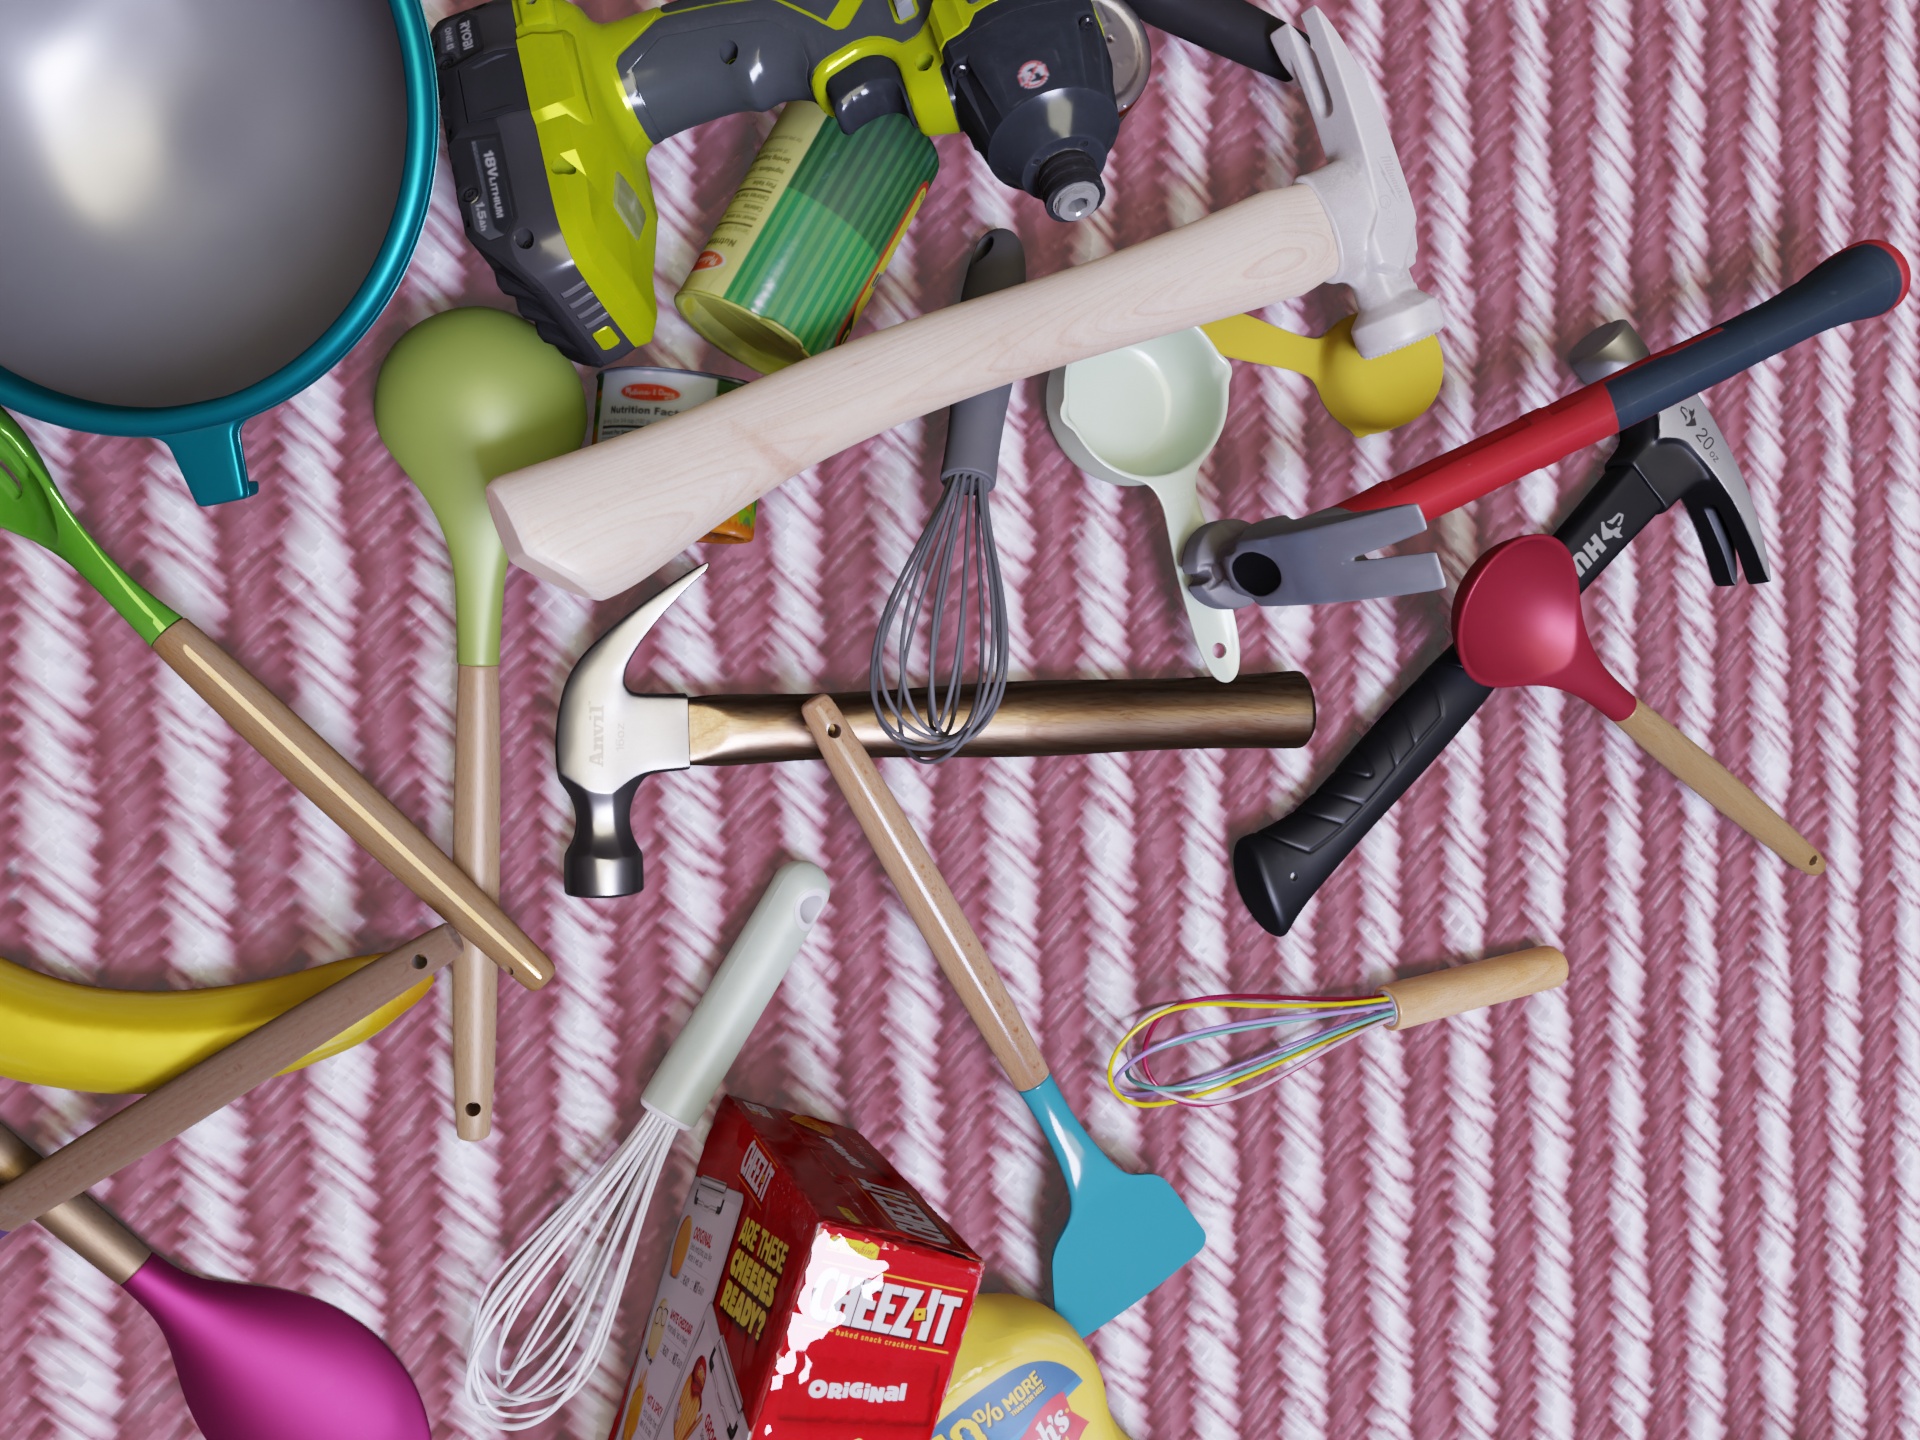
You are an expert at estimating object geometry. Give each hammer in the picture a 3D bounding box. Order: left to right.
[{"bbox_3d":[-0.001,-0.002,0.672,0.331,0.031,0.130,-2,92,-18],"label":"hammer"},{"bbox_3d":[0.014,-0.155,0.609,0.410,0.038,0.146,-26,99,-24],"label":"hammer"},{"bbox_3d":[0.250,-0.027,0.750,0.335,0.035,0.146,-45,103,-12],"label":"hammer"},{"bbox_3d":[0.285,-0.135,0.677,0.386,0.143,0.038,-26,101,-21],"label":"hammer"}]

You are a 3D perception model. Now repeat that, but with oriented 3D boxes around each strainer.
[{"bbox_3d":[-0.229,-0.255,0.527,0.211,0.095,0.340,35,100,-4],"label":"strainer"}]

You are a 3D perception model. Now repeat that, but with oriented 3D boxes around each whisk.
[{"bbox_3d":[-0.121,0.163,0.632,0.246,0.059,0.057,-60,143,-12],"label":"whisk"},{"bbox_3d":[0.002,-0.097,0.644,0.055,0.055,0.239,14,70,-18],"label":"whisk"},{"bbox_3d":[0.178,0.134,0.727,0.245,0.051,0.047,-9,88,-20],"label":"whisk"}]

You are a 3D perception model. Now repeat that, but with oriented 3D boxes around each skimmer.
[{"bbox_3d":[0.013,-0.358,0.628,0.363,0.127,0.090,12,100,-29],"label":"skimmer"}]

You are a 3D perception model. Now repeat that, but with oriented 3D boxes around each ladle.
[{"bbox_3d":[-0.186,0.003,0.614,0.078,0.062,0.320,1,98,-15],"label":"ladle"},{"bbox_3d":[0.327,0.005,0.749,0.315,0.031,0.069,31,97,-29],"label":"ladle"}]

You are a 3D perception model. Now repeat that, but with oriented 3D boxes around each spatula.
[{"bbox_3d":[-0.312,0.161,0.557,0.316,0.018,0.059,-32,104,-3],"label":"spatula"},{"bbox_3d":[0.013,0.127,0.664,0.082,0.044,0.317,-31,102,-13],"label":"spatula"}]

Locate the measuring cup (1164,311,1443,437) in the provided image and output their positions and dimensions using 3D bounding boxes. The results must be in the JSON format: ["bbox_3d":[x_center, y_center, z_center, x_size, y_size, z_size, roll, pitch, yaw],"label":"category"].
[{"bbox_3d":[0.149,-0.171,0.716,0.156,0.029,0.062,10,88,-19],"label":"measuring cup"}]

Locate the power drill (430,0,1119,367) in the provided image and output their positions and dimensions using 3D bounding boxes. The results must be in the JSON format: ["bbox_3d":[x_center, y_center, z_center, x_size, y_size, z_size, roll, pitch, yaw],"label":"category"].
[{"bbox_3d":[-0.062,-0.218,0.562,0.223,0.080,0.171,-19,67,6],"label":"power drill"}]

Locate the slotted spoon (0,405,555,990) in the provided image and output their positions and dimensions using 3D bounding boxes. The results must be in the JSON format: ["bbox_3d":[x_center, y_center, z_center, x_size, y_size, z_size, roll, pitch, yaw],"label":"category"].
[{"bbox_3d":[-0.263,-0.012,0.567,0.313,0.070,0.031,46,50,-11],"label":"slotted spoon"}]

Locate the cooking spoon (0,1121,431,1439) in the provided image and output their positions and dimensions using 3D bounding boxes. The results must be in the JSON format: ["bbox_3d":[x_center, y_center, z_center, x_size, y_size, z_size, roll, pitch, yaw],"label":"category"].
[{"bbox_3d":[-0.321,0.184,0.580,0.069,0.017,0.318,-45,104,-13],"label":"cooking spoon"}]

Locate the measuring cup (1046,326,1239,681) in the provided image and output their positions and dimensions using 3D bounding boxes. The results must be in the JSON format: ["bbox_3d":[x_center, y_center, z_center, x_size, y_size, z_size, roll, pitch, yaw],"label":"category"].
[{"bbox_3d":[0.087,-0.097,0.694,0.083,0.038,0.167,-20,98,-17],"label":"measuring cup"}]
